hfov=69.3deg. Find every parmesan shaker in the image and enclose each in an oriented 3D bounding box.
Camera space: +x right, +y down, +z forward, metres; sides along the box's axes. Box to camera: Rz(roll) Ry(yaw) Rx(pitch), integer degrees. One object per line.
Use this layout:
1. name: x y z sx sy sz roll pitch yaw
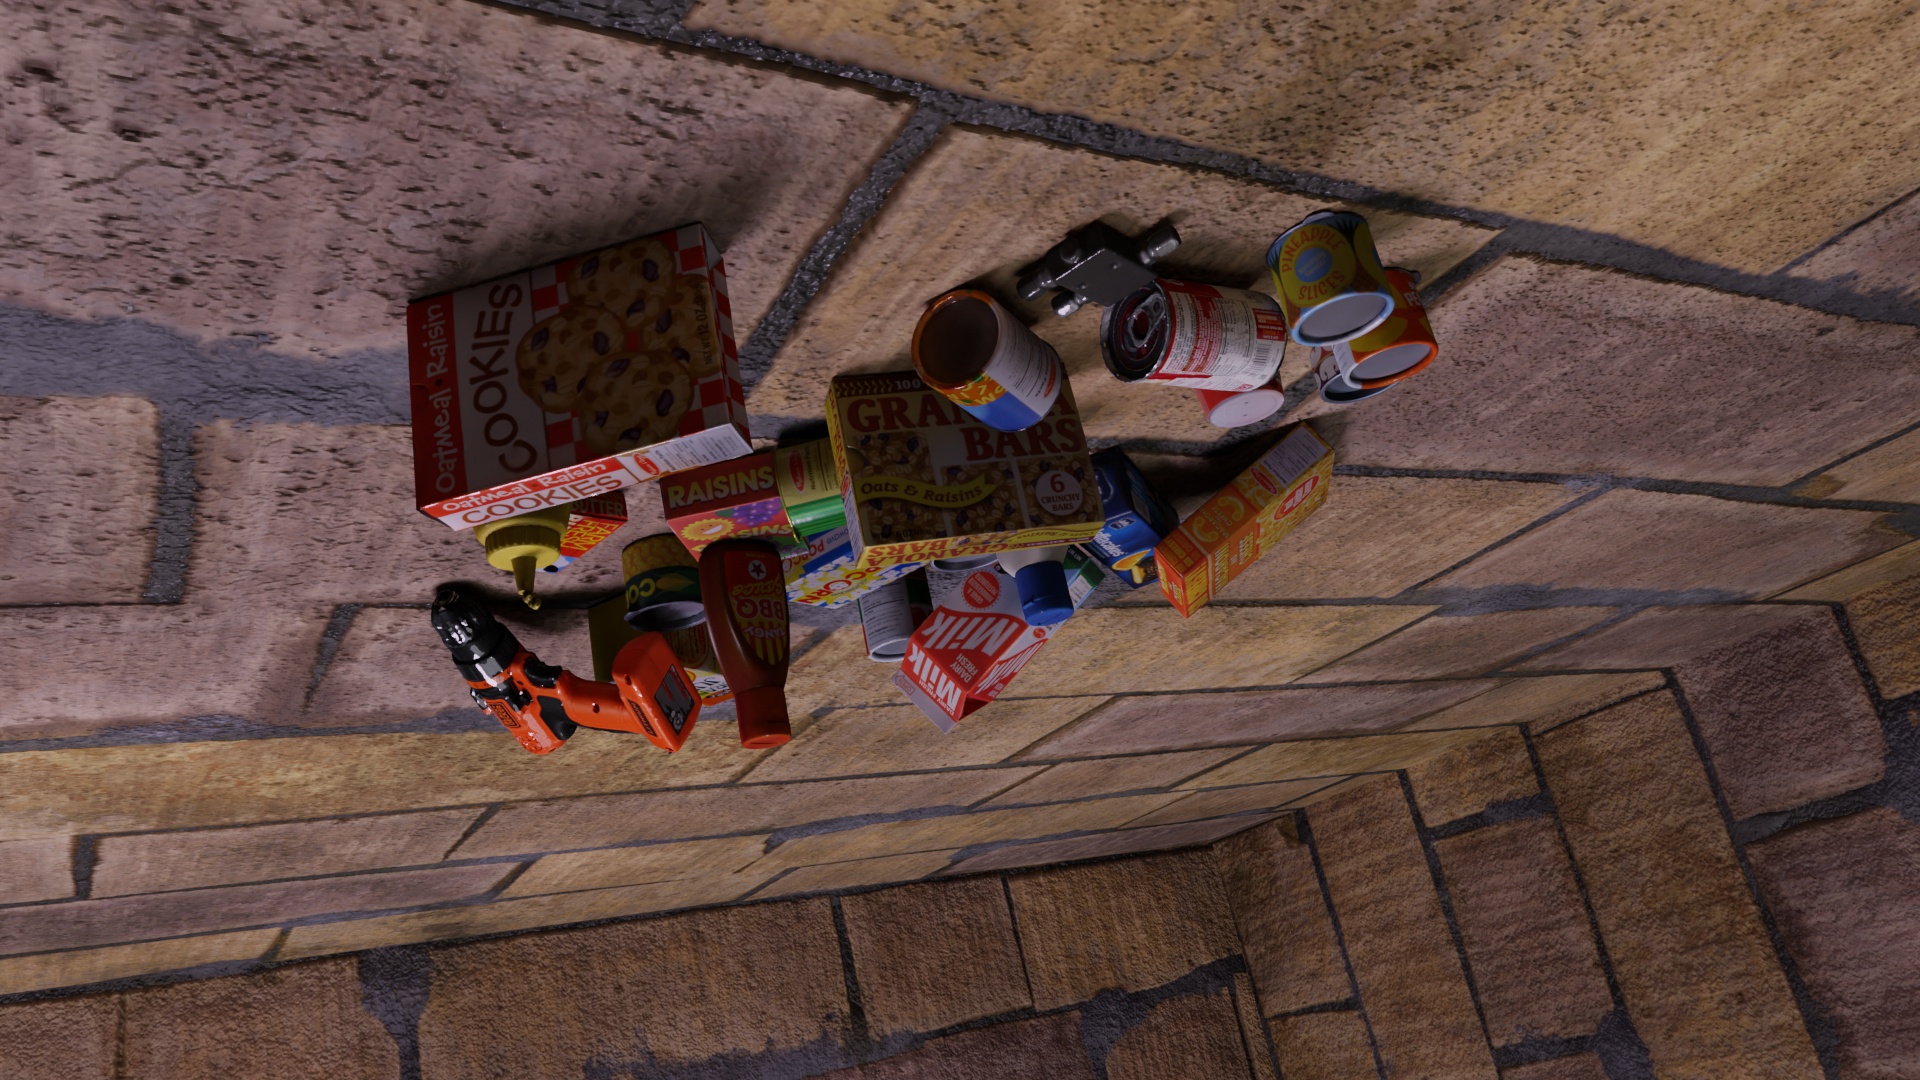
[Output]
1. parmesan shaker: -0.072 -0.043 0.981 0.103 0.071 0.071 -14 159 3

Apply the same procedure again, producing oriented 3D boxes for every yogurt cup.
1. yogurt cup: 0.194 -0.115 0.976 0.072 0.054 0.072 -10 158 -4

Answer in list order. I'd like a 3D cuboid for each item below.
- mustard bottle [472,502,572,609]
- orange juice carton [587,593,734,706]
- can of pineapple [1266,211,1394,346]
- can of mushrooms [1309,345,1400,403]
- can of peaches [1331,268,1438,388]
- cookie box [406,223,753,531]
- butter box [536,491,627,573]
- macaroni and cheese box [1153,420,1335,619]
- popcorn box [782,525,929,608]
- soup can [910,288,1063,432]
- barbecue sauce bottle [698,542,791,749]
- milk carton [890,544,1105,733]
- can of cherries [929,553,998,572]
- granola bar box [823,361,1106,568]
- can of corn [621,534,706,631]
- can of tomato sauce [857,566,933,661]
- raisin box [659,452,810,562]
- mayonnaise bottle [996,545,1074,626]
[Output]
1. mustard bottle: -0.249 -0.035 0.776 0.048 0.161 0.065 -27 153 36
2. orange juice carton: -0.238 0.100 1.250 0.071 0.073 0.192 -22 157 25
3. can of pineapple: 0.231 -0.163 0.869 0.071 0.058 0.070 -11 159 -4
4. can of mushrooms: 0.294 -0.131 1.020 0.071 0.033 0.070 -10 159 -4
5. can of peaches: 0.288 -0.144 0.948 0.071 0.058 0.071 -10 159 -4
6. cookie box: -0.202 -0.086 0.726 0.167 0.123 0.040 -14 158 5
7. butter box: -0.293 -0.007 1.013 0.053 0.024 0.103 11 149 -45
8. macaroni and cheese box: 0.241 -0.015 1.185 0.166 0.040 0.123 -39 158 -4
9. popcorn box: -0.093 0.014 1.162 0.126 0.038 0.085 -26 155 32
10. soup can: 0.015 -0.111 0.868 0.071 0.071 0.083 -22 156 22
11. barbecue sauce bottle: -0.153 0.077 1.022 0.065 0.149 0.043 8 152 -42
12. milk carton: 0.028 0.070 1.169 0.190 0.072 0.073 -48 159 1
13. can of cherries: 0.004 -0.014 1.119 0.071 0.058 0.071 -10 158 -4
14. granola bar box: 0.002 -0.053 0.925 0.166 0.124 0.039 -6 158 -16
15. can of corn: -0.236 0.034 1.103 0.071 0.058 0.071 -11 159 -4
16. can of tomato sauce: -0.057 0.059 1.234 0.071 0.083 0.071 -11 159 -4
17. raisin box: -0.165 -0.019 1.036 0.086 0.040 0.123 -12 160 0
18. mayonnaise bottle: 0.050 -0.011 1.024 0.041 0.148 0.064 5 153 -38
